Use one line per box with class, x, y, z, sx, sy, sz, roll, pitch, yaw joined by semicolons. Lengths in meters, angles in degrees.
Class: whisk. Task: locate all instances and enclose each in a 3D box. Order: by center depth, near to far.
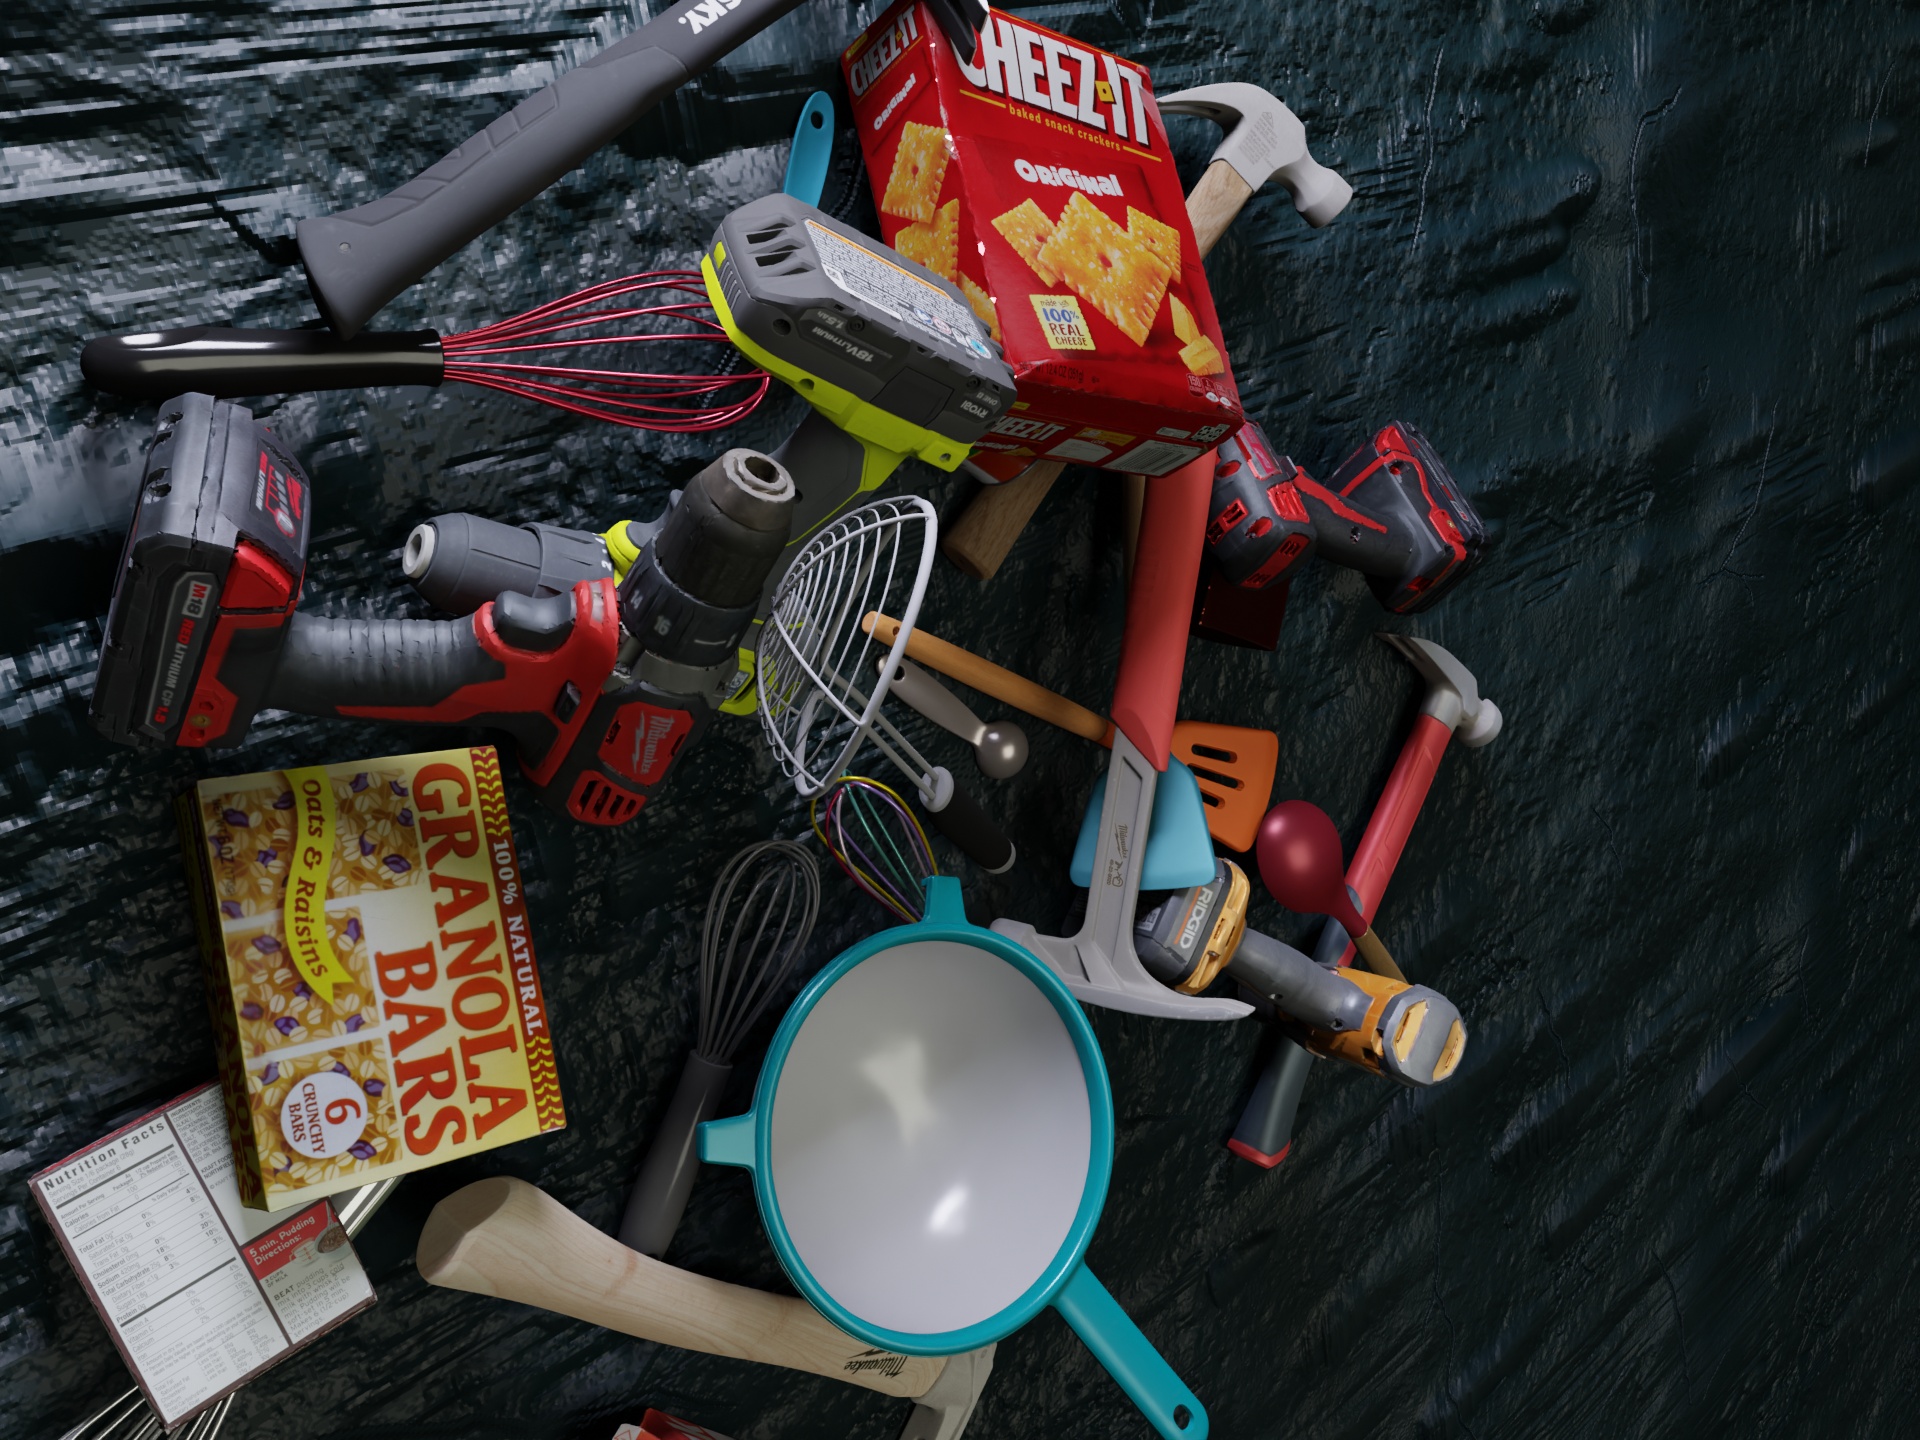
whisk;-0.198;-0.151;0.658;0.295;0.073;0.073;-10;106;-33
whisk;-0.296;0.248;0.668;0.057;0.059;0.246;41;66;-9
whisk;-0.127;0.171;0.795;0.055;0.055;0.239;20;91;-41
whisk;-0.016;0.115;0.885;0.047;0.051;0.244;-34;126;-6

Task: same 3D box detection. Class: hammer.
hammer;-0.131;-0.262;0.655;0.146;0.035;0.335;43;67;2
hammer;-0.112;0.318;0.817;0.410;0.038;0.146;38;76;-45
hammer;0.111;-0.022;0.860;0.036;0.149;0.359;8;91;-72
hammer;0.091;-0.220;0.890;0.130;0.031;0.331;39;78;-20
hammer;0.273;0.128;1.130;0.143;0.038;0.386;35;77;-38

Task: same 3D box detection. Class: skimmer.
skimmer;-0.004;0.018;0.746;0.363;0.090;0.127;51;52;-62

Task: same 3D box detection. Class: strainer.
strainer;0.008;0.262;0.845;0.211;0.095;0.340;-46;106;-31

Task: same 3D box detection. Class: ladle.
ladle;0.282;0.158;1.099;0.069;0.031;0.315;-56;132;-18

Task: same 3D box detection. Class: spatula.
spatula;0.103;-0.064;0.908;0.044;0.082;0.317;10;79;-74
spatula;0.071;-0.002;0.929;0.322;0.041;0.081;23;79;-40

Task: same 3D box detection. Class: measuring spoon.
measuring spoon;-0.084;-0.242;0.766;0.042;0.021;0.129;20;77;-38
measuring spoon;-0.001;-0.003;0.881;0.124;0.018;0.034;36;76;-38

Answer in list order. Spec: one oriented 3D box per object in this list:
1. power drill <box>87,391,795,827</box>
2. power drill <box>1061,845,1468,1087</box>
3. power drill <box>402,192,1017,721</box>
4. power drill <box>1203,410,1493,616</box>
power drill;-0.186;-0.047;0.598;0.226;0.080;0.187;13;132;-30
power drill;0.175;0.151;0.990;0.226;0.185;0.084;29;80;-21
power drill;-0.104;-0.100;0.672;0.190;0.080;0.228;17;128;-40
power drill;0.212;-0.139;0.969;0.219;0.143;0.078;4;141;-40
